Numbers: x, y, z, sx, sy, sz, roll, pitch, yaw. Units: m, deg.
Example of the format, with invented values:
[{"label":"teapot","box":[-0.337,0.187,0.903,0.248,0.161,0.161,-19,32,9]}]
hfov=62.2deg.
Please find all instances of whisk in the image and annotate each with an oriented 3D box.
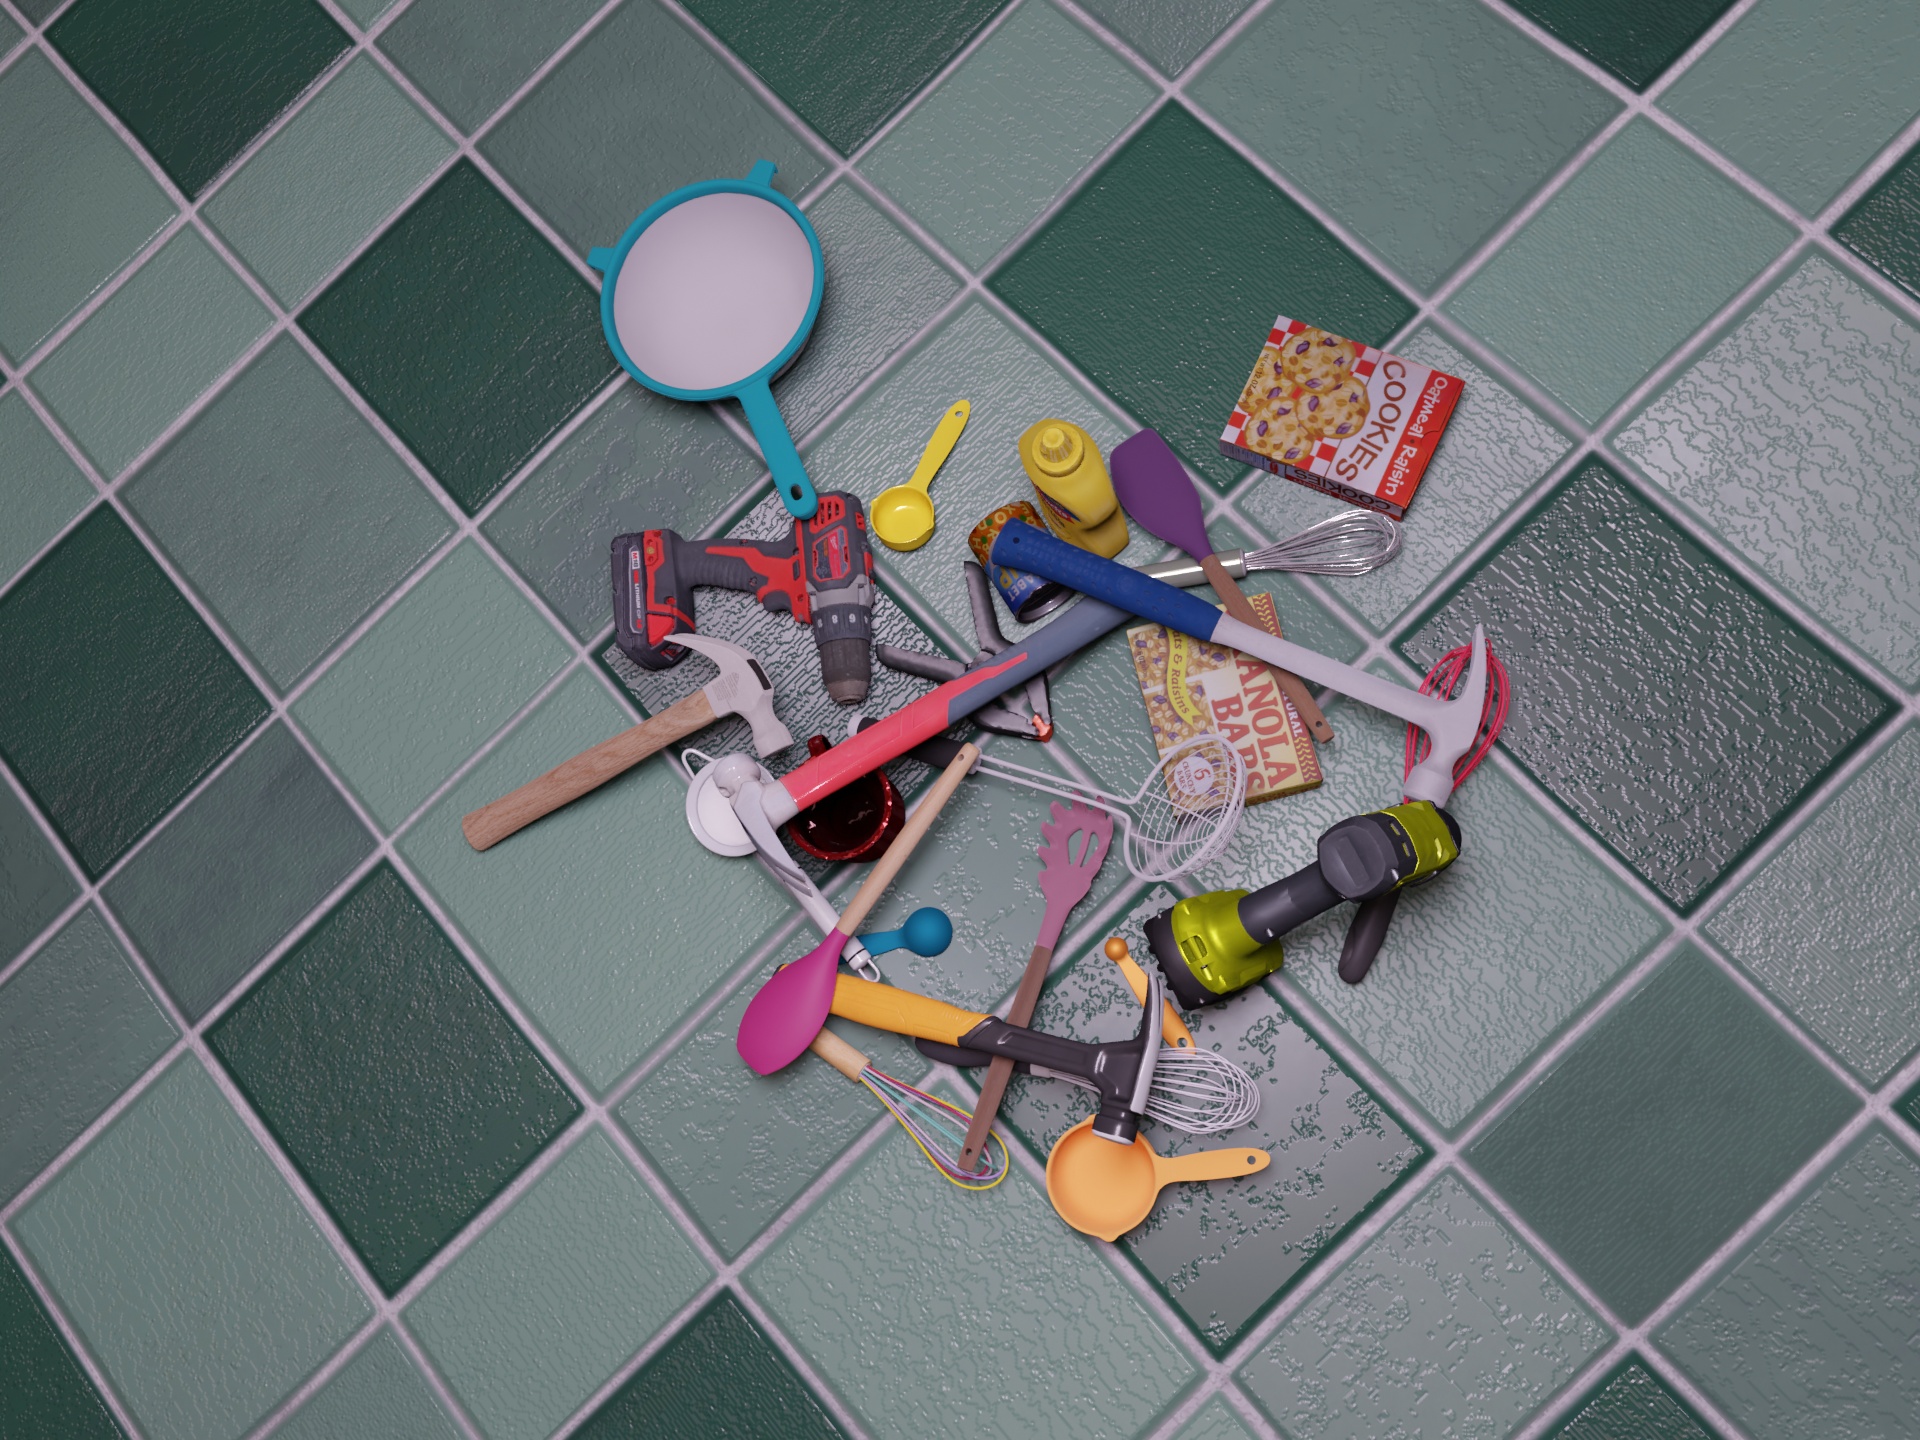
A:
[{"label":"whisk","box":[0.097,0.279,1.275,0.284,0.070,0.070,7,80,17]},{"label":"whisk","box":[-0.065,0.304,1.308,0.245,0.051,0.047,32,92,19]},{"label":"whisk","box":[0.246,-0.134,1.339,0.246,0.059,0.058,-9,40,13]},{"label":"whisk","box":[0.364,0.072,1.265,0.073,0.073,0.296,22,88,15]}]

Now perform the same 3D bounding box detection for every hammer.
[{"label":"hammer","box":[-0.303,0.030,1.374,0.331,0.031,0.130,-27,86,21]},{"label":"hammer","box":[0.216,-0.075,1.261,0.405,0.035,0.144,24,86,15]},{"label":"hammer","box":[-0.002,-0.004,1.284,0.386,0.038,0.143,-30,51,-13]},{"label":"hammer","box":[-0.004,0.233,1.258,0.337,0.034,0.127,8,72,28]}]

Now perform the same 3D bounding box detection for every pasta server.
[{"label":"pasta server","box":[0.056,0.206,1.278,0.060,0.040,0.316,13,69,23]}]

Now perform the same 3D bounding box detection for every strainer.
[{"label":"strainer","box":[-0.189,-0.320,1.437,0.211,0.095,0.340,-25,76,7]},{"label":"strainer","box":[-0.151,0.124,1.359,0.087,0.050,0.258,-43,75,8]}]

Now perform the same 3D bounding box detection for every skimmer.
[{"label":"skimmer","box":[0.057,0.036,1.286,0.363,0.090,0.127,16,72,24]}]

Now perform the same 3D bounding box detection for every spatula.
[{"label":"spatula","box":[0.215,-0.111,1.311,0.060,0.018,0.316,-34,69,8]}]

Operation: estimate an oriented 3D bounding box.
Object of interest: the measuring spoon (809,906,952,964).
[{"label":"measuring spoon","box":[-0.070,0.188,1.343,0.128,0.021,0.042,-14,76,8]}]

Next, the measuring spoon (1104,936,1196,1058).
[{"label":"measuring spoon","box":[0.155,0.226,1.295,0.021,0.011,0.117,-36,74,2]}]

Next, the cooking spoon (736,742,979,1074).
[{"label":"cooking spoon","box":[-0.082,0.150,1.294,0.069,0.017,0.319,36,90,32]}]

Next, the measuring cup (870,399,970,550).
[{"label":"measuring cup","box":[-0.028,-0.219,1.424,0.062,0.029,0.156,23,72,15]}]

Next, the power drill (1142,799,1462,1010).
[{"label":"power drill","box":[0.264,0.132,1.195,0.223,0.171,0.080,-36,72,34]}]

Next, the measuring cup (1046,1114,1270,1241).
[{"label":"measuring cup","box":[0.155,0.352,1.249,0.173,0.052,0.095,-9,77,8]}]

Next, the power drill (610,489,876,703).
[{"label":"power drill","box":[-0.184,-0.097,1.401,0.226,0.080,0.188,-8,77,7]}]
